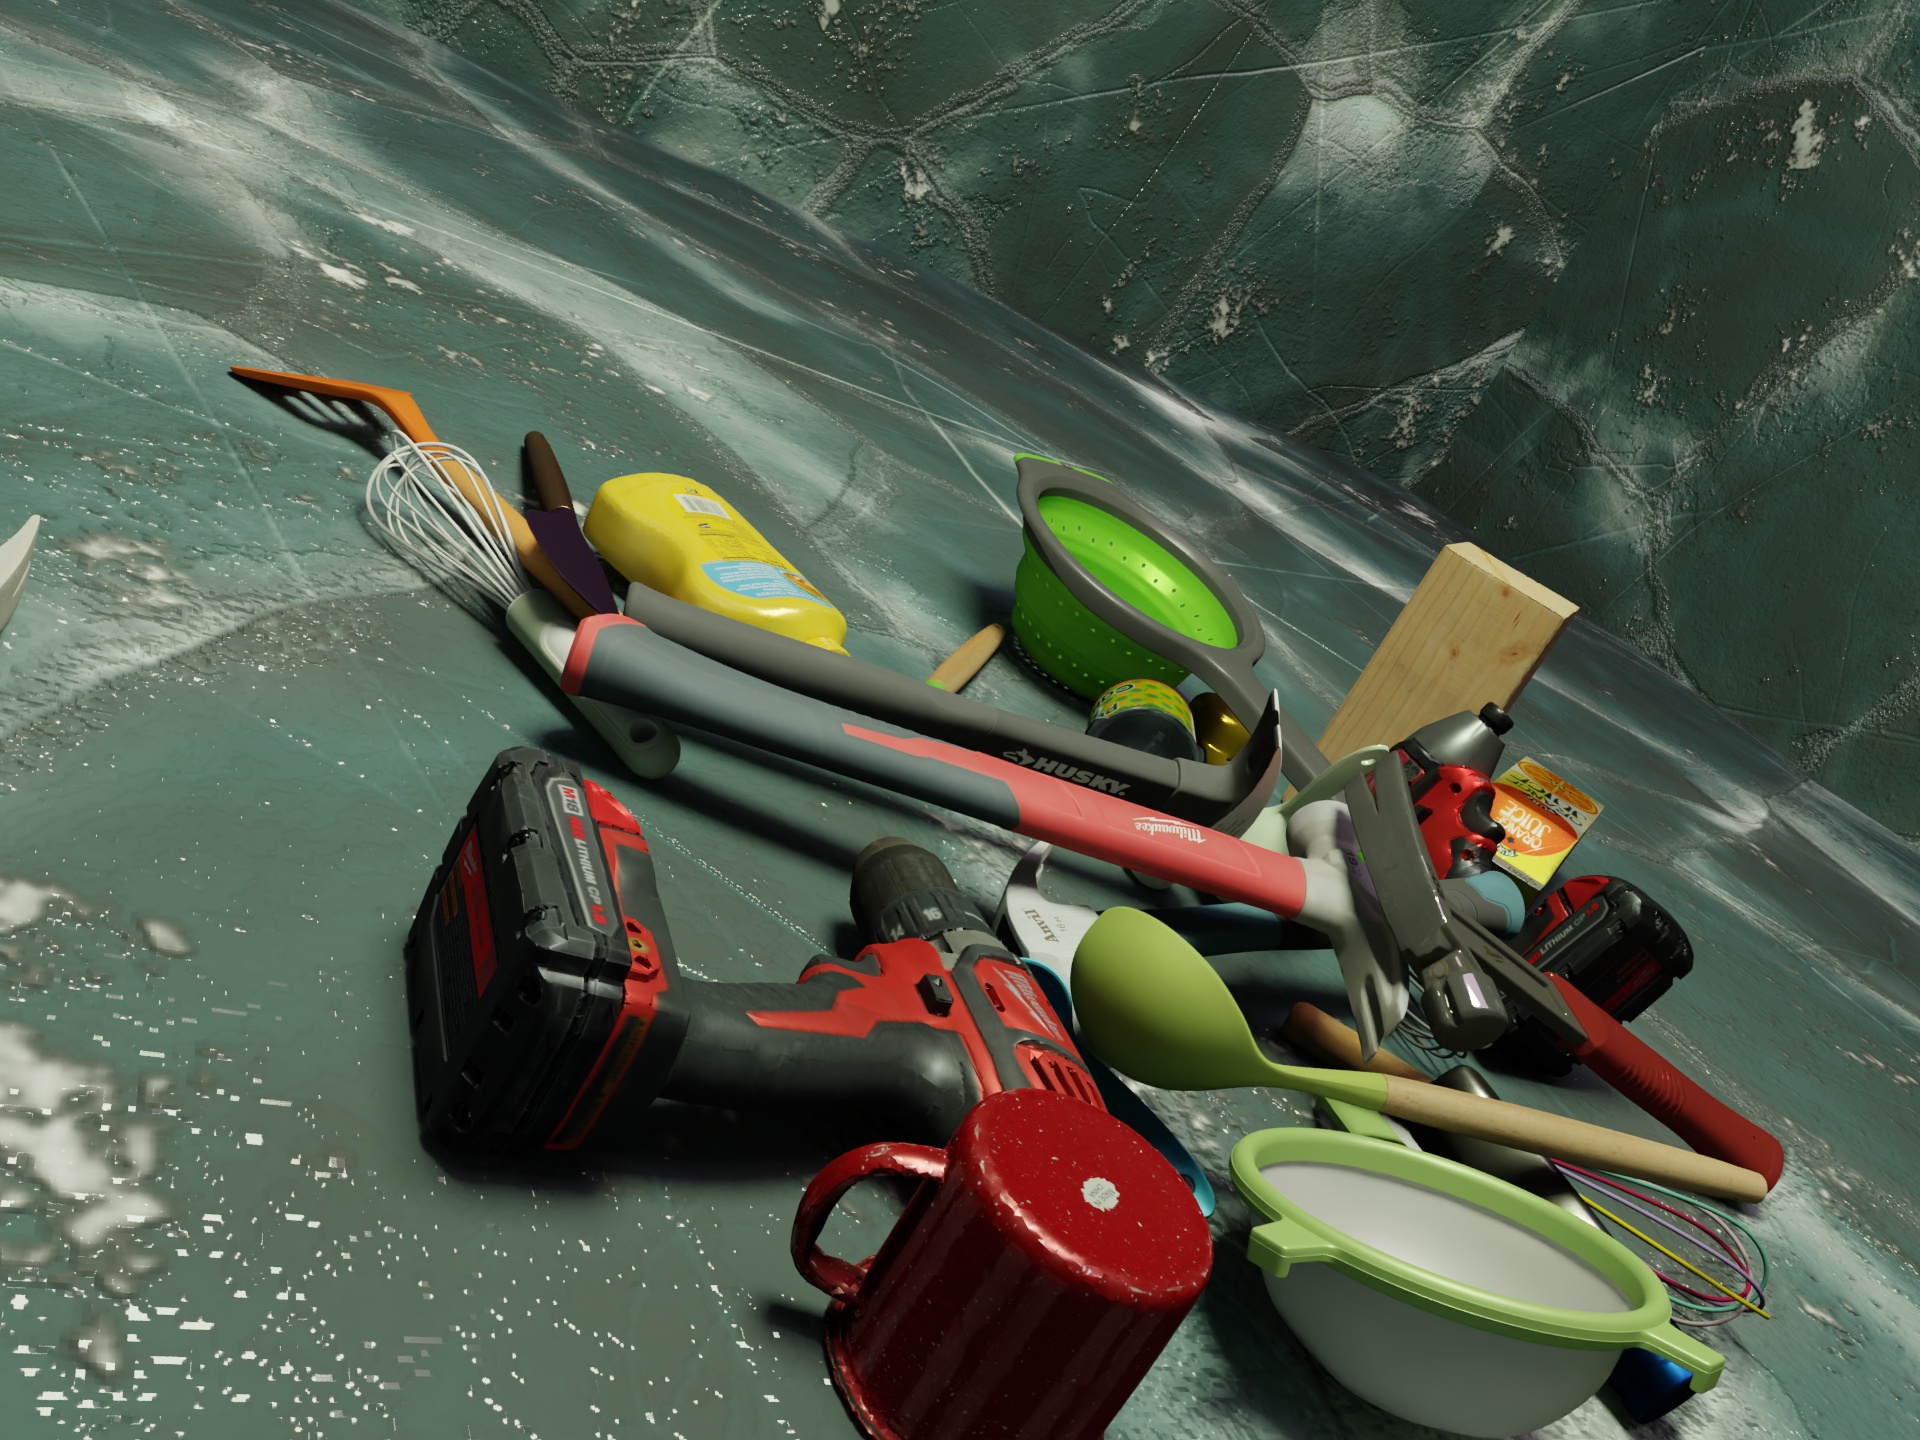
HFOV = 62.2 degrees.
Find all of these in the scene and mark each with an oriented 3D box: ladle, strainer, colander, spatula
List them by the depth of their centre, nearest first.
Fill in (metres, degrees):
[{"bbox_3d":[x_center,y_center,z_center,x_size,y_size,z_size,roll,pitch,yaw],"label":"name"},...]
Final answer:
[{"bbox_3d":[0.162,0.200,0.608,0.151,0.069,0.256,15,2,2],"label":"strainer"},{"bbox_3d":[0.191,0.142,0.637,0.320,0.062,0.078,17,-20,-14],"label":"ladle"},{"bbox_3d":[-0.260,-0.112,0.836,0.323,0.041,0.081,41,23,20],"label":"spatula"},{"bbox_3d":[-0.216,-0.115,0.848,0.059,0.018,0.316,47,2,-29],"label":"spatula"},{"bbox_3d":[0.141,-0.021,1.058,0.204,0.094,0.398,8,37,-44],"label":"colander"}]

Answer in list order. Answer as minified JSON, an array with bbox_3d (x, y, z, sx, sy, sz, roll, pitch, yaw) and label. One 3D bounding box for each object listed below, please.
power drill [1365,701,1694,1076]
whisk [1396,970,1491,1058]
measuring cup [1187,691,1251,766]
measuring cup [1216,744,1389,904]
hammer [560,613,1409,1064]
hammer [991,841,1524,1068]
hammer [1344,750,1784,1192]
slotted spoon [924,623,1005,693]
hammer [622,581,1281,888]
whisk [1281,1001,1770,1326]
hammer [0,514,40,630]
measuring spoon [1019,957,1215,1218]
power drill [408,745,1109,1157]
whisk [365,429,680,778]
[{"bbox_3d":[0.315,0.087,0.940,0.078,0.143,0.220,36,15,-37],"label":"power drill"},{"bbox_3d":[0.229,0.114,0.906,0.055,0.055,0.239,19,18,-25],"label":"whisk"},{"bbox_3d":[0.183,0.018,1.094,0.062,0.029,0.156,28,19,-3],"label":"measuring cup"},{"bbox_3d":[0.183,0.060,0.835,0.083,0.167,0.038,4,65,-15],"label":"measuring cup"},{"bbox_3d":[0.015,0.041,0.694,0.386,0.038,0.143,18,34,-11],"label":"hammer"},{"bbox_3d":[0.159,0.101,0.779,0.330,0.033,0.128,0,33,-33],"label":"hammer"},{"bbox_3d":[0.316,0.153,0.795,0.358,0.036,0.149,34,33,-33],"label":"hammer"},{"bbox_3d":[-0.011,-0.024,0.946,0.070,0.031,0.314,32,19,4],"label":"slotted spoon"},{"bbox_3d":[-0.001,-0.002,0.767,0.334,0.146,0.035,18,51,-18],"label":"hammer"},{"bbox_3d":[0.261,0.203,0.741,0.245,0.051,0.047,31,26,15],"label":"whisk"},{"bbox_3d":[-0.453,-0.118,0.580,0.331,0.031,0.130,39,23,26],"label":"hammer"},{"bbox_3d":[0.052,0.148,0.631,0.042,0.021,0.129,-36,69,-23],"label":"measuring spoon"},{"bbox_3d":[-0.065,0.084,0.550,0.226,0.080,0.188,20,22,-31],"label":"power drill"},{"bbox_3d":[-0.205,-0.057,0.742,0.058,0.059,0.246,-33,61,-24],"label":"whisk"}]
